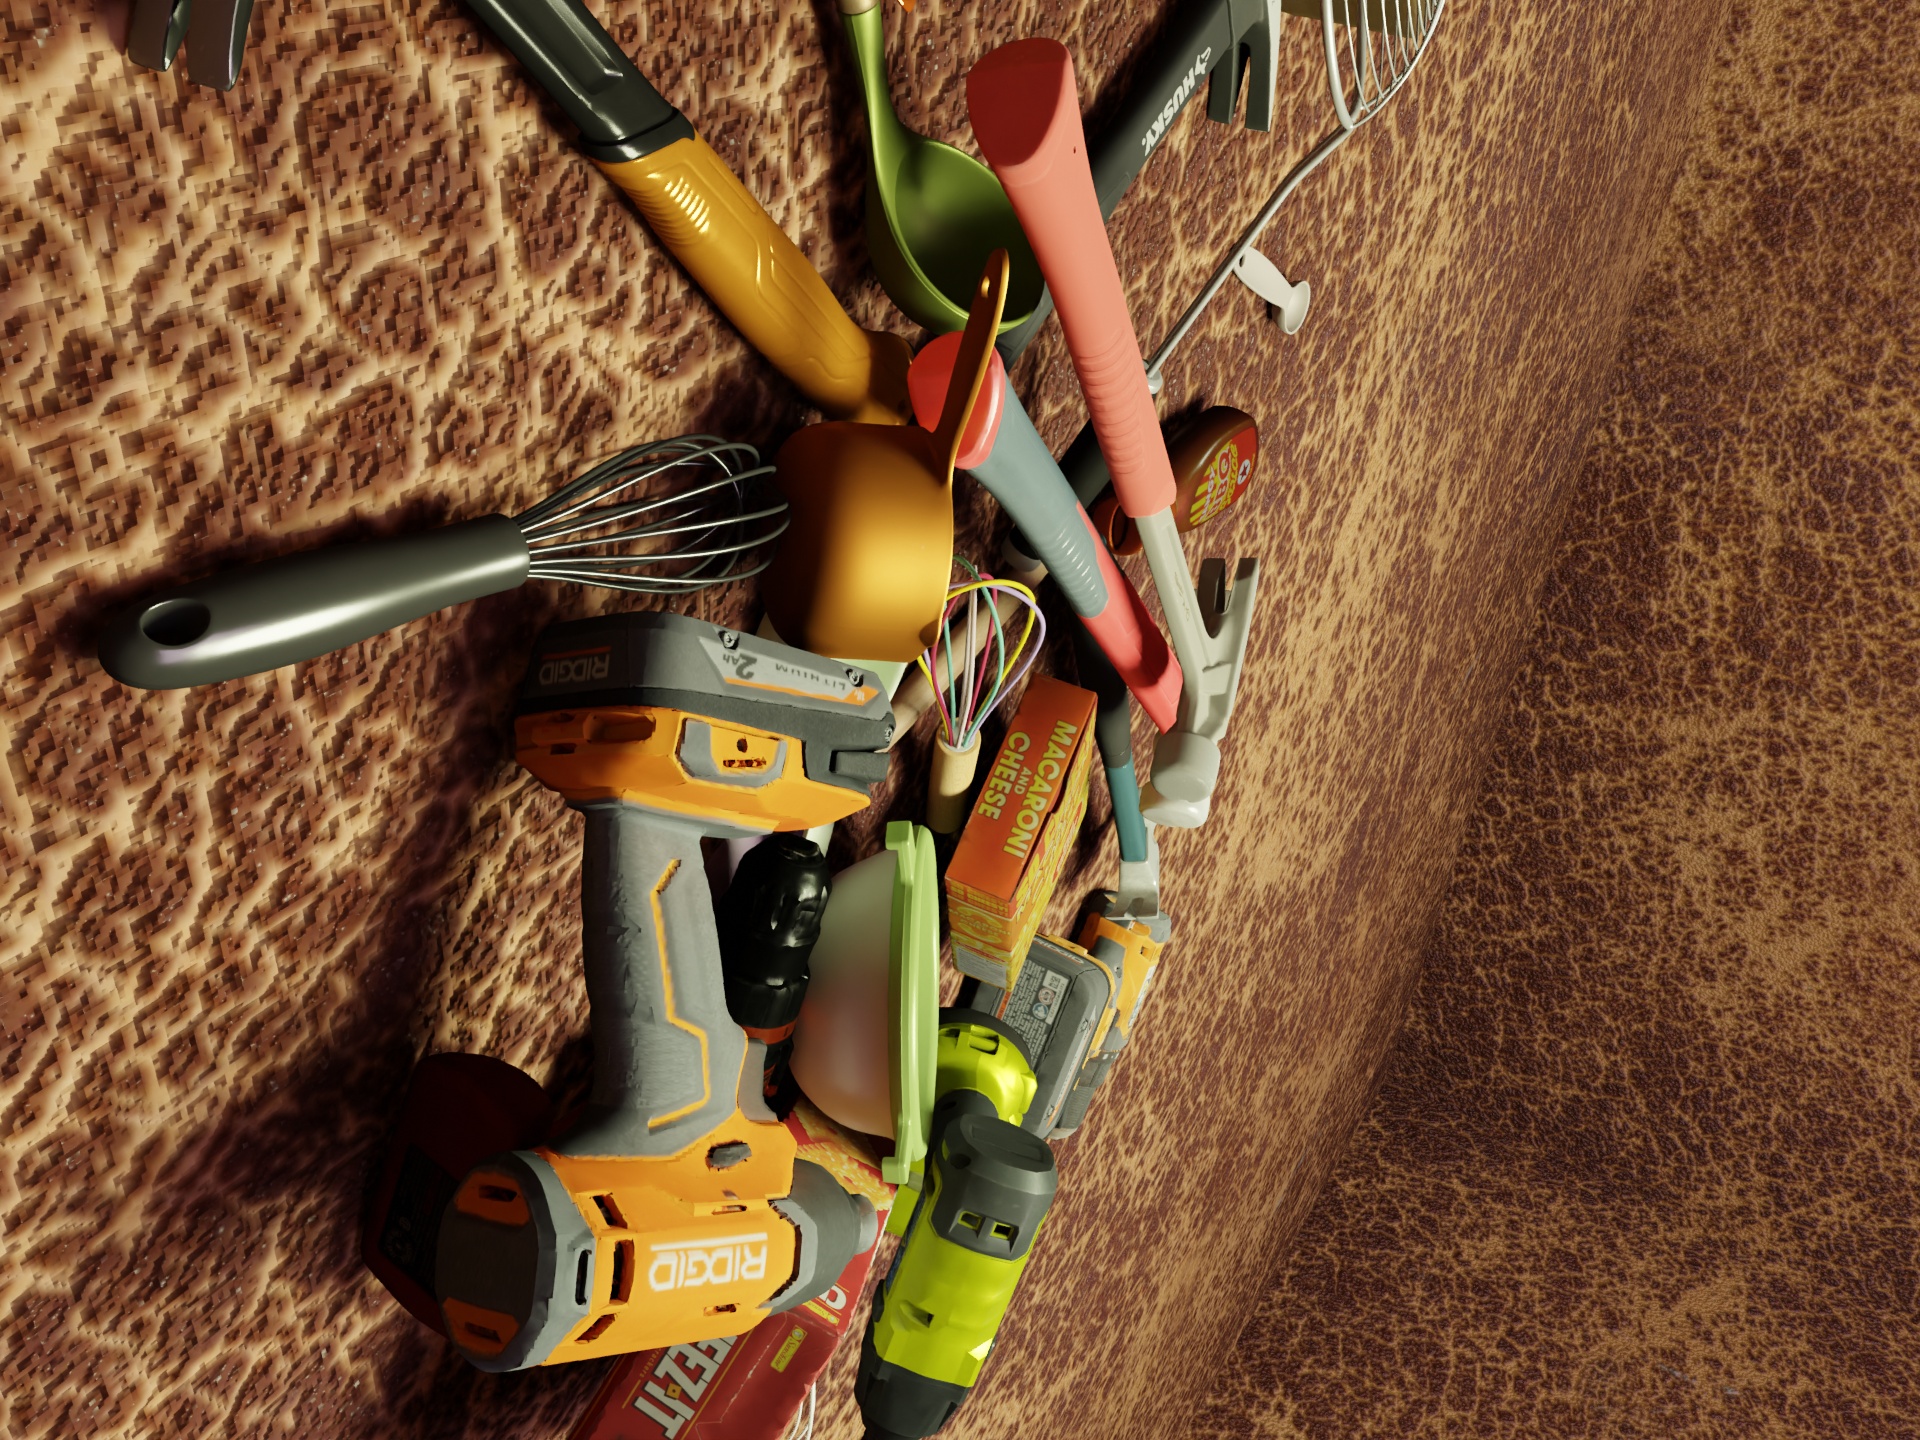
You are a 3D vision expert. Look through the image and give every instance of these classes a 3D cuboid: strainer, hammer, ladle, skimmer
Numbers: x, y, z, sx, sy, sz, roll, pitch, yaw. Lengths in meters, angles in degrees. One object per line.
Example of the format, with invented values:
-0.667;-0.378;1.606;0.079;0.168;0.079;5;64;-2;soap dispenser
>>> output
-0.046;0.128;0.780;0.256;0.069;0.151;76;14;-85;strainer
0.093;0.009;0.973;0.330;0.033;0.128;73;18;-49;hammer
-0.028;-0.253;0.504;0.319;0.062;0.078;71;28;-52;ladle
0.074;-0.122;0.668;0.358;0.037;0.149;63;36;-49;hammer
0.091;-0.215;0.699;0.363;0.090;0.127;-53;-176;38;skimmer
0.068;-0.075;0.750;0.386;0.038;0.143;46;51;-59;hammer
0.063;-0.239;0.727;0.335;0.035;0.146;-58;154;-20;hammer
-0.089;-0.157;0.484;0.127;0.034;0.336;-66;156;-5;hammer

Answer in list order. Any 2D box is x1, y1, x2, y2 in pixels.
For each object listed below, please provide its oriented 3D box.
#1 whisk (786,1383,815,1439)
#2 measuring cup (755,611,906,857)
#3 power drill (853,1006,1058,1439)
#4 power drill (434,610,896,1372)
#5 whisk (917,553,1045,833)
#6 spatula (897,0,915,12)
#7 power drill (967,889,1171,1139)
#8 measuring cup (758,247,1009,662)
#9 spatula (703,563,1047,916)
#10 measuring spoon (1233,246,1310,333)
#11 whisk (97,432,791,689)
-0.085;0.298;0.871;0.058;0.059;0.246;0;107;-77;whisk
-0.067;0.012;0.675;0.083;0.038;0.167;-23;133;-58;measuring cup
-0.011;0.256;0.827;0.223;0.080;0.171;-95;-154;-79;power drill
-0.082;0.091;0.536;0.164;0.084;0.226;16;74;-49;power drill
-0.003;-0.002;0.741;0.047;0.051;0.244;-39;163;-21;whisk
0.005;-0.295;0.483;0.081;0.041;0.323;50;43;-22;spatula
0.066;0.216;1.078;0.226;0.084;0.185;-1;113;-69;power drill
-0.030;-0.091;0.549;0.052;0.095;0.173;0;142;-21;measuring cup
-0.035;0.001;0.752;0.316;0.018;0.059;-48;151;-35;spatula
0.188;-0.272;0.989;0.124;0.018;0.034;9;102;-58;measuring spoon
-0.135;-0.047;0.471;0.239;0.055;0.055;-26;134;-50;whisk
